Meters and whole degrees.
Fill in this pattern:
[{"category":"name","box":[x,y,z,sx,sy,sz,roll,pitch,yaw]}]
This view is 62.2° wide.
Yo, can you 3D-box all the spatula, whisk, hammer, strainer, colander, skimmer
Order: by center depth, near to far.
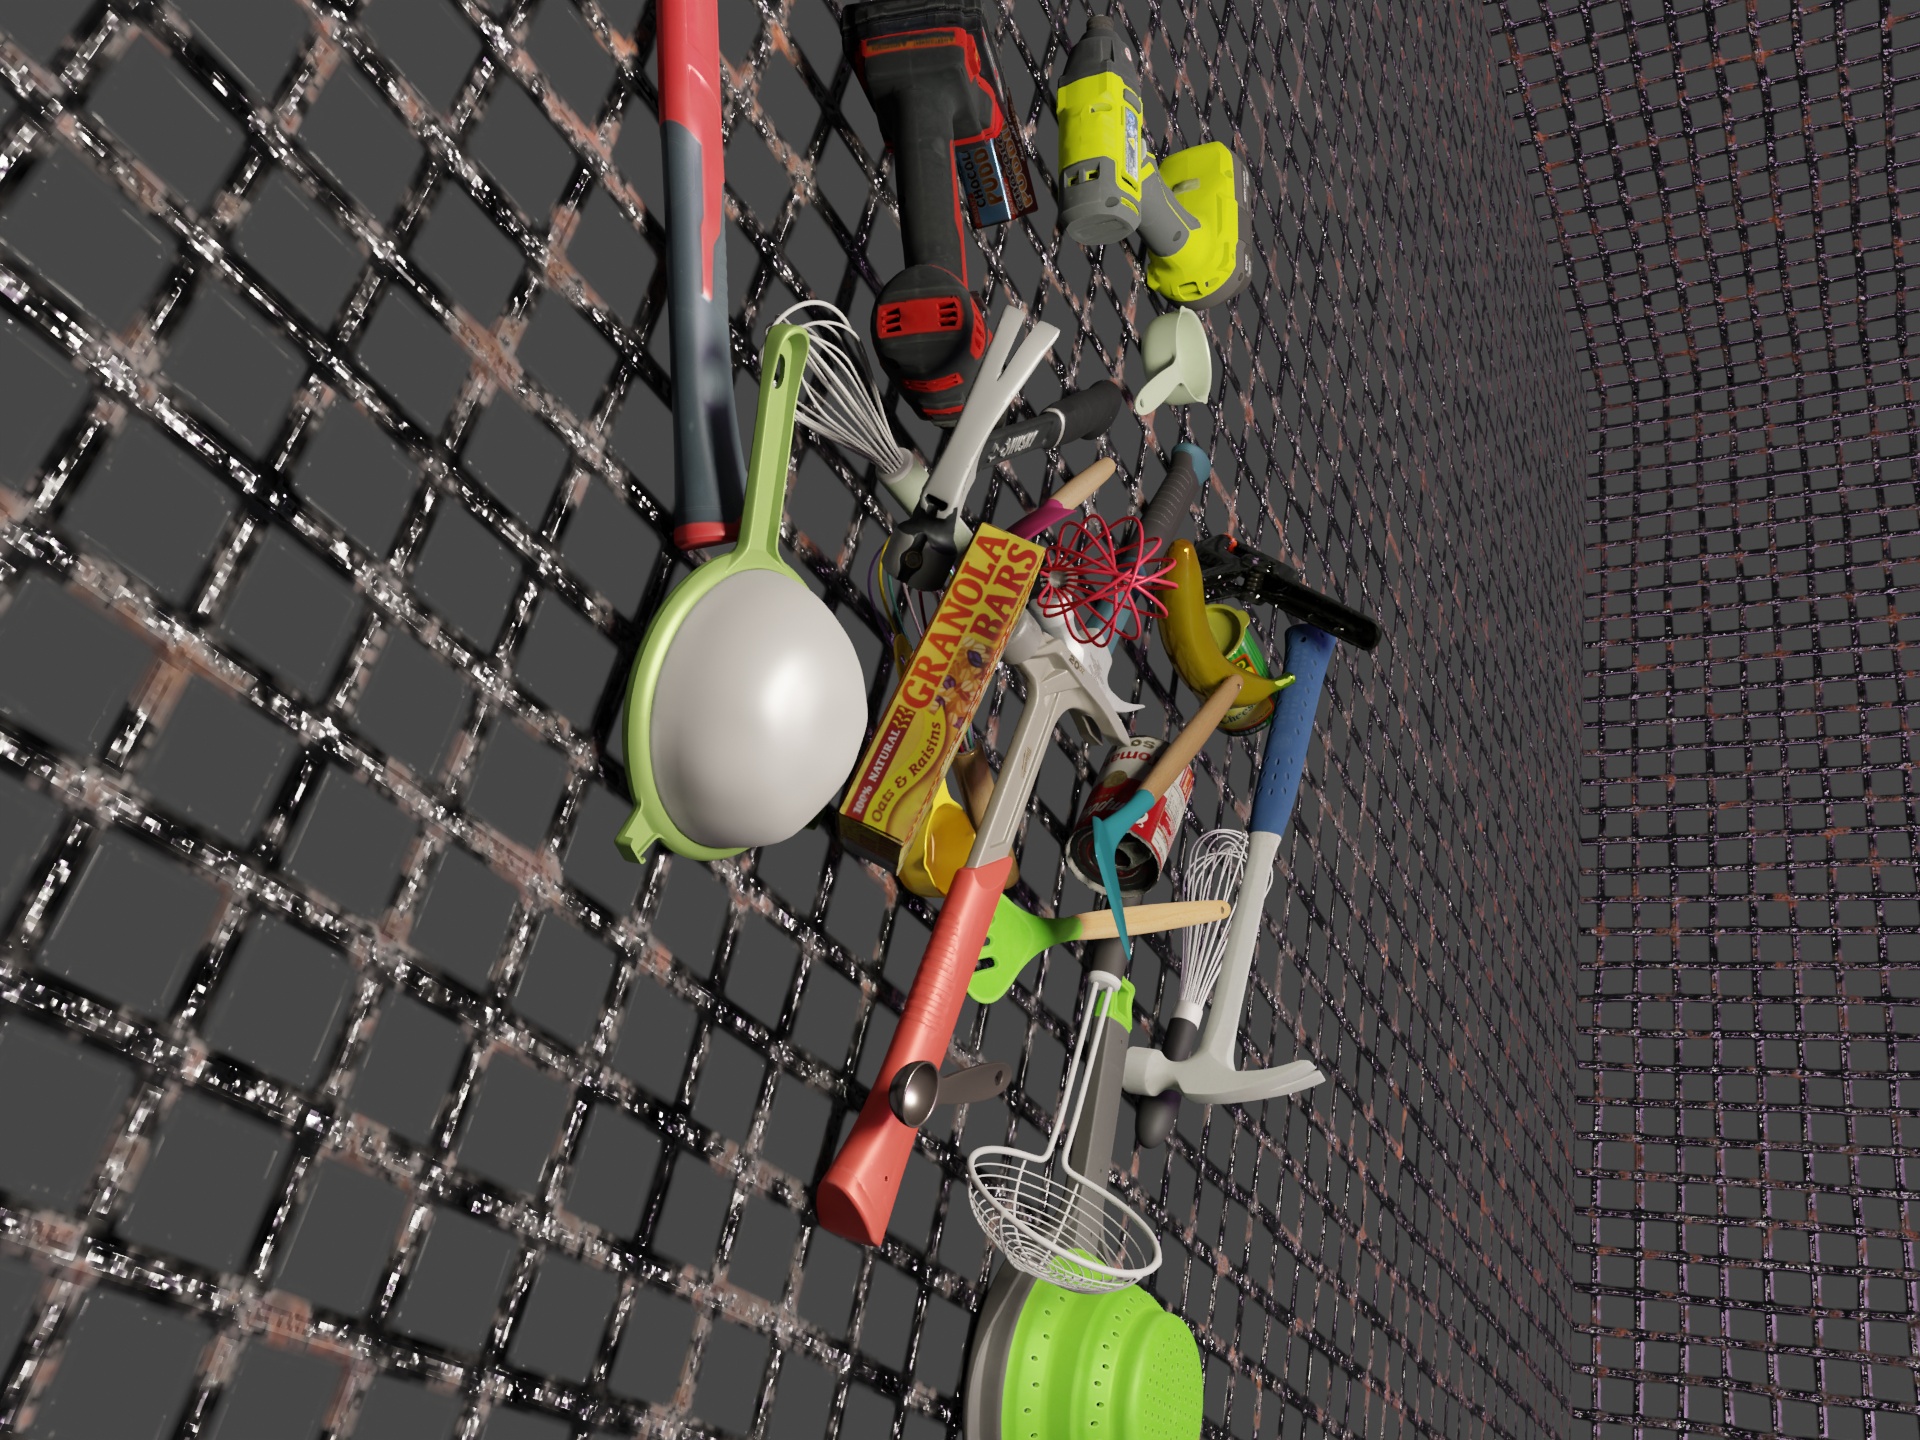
[{"category":"strainer","box":[-0.077,-0.053,0.742,0.151,0.069,0.256,-5,106,-60]},{"category":"hammer","box":[-0.139,-0.276,0.763,0.143,0.038,0.386,4,82,-58]},{"category":"hammer","box":[0.006,0.119,0.900,0.149,0.037,0.359,48,54,-45]},{"category":"whisk","box":[-0.041,-0.151,0.907,0.059,0.058,0.246,-51,143,-5]},{"category":"whisk","box":[0.062,-0.082,0.921,0.296,0.073,0.073,-147,-133,-79]},{"category":"whisk","box":[0.000,-0.004,0.958,0.047,0.051,0.244,-57,137,-55]},{"category":"hammer","box":[0.052,-0.185,0.987,0.149,0.036,0.409,-64,173,20]},{"category":"colander","box":[0.106,0.353,1.029,0.204,0.094,0.397,47,47,-47]},{"category":"skimmer","box":[0.094,0.204,1.035,0.090,0.127,0.364,119,-5,-46]},{"category":"spatula","box":[0.145,0.042,1.081,0.317,0.044,0.082,-45,123,-49]},{"category":"hammer","box":[0.236,0.099,1.212,0.035,0.144,0.406,50,50,-44]},{"category":"hammer","box":[0.137,-0.122,1.219,0.128,0.033,0.331,66,35,-28]},{"category":"whisk","box":[0.184,0.202,1.232,0.070,0.070,0.285,56,45,-39]}]

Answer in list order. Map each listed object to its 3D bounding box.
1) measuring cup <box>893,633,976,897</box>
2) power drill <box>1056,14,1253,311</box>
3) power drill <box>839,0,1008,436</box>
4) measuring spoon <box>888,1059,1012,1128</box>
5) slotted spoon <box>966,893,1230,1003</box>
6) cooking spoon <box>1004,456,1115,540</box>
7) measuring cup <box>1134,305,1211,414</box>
[{"category":"measuring cup","box":[-0.027,0.028,0.921,0.062,0.029,0.156,-25,105,-58]},{"category":"power drill","box":[0.150,-0.431,1.251,0.223,0.080,0.171,17,71,-55]},{"category":"power drill","box":[-0.009,-0.279,0.923,0.187,0.080,0.227,31,55,-78]},{"category":"measuring spoon","box":[-0.005,0.194,0.848,0.124,0.018,0.034,14,85,-61]},{"category":"slotted spoon","box":[0.090,0.138,1.052,0.313,0.031,0.070,1,84,-49]},{"category":"cooking spoon","box":[0.067,-0.145,1.060,0.017,0.069,0.319,58,23,-6]},{"category":"measuring cup","box":[0.157,-0.275,1.276,0.168,0.038,0.083,-48,126,-49]}]
